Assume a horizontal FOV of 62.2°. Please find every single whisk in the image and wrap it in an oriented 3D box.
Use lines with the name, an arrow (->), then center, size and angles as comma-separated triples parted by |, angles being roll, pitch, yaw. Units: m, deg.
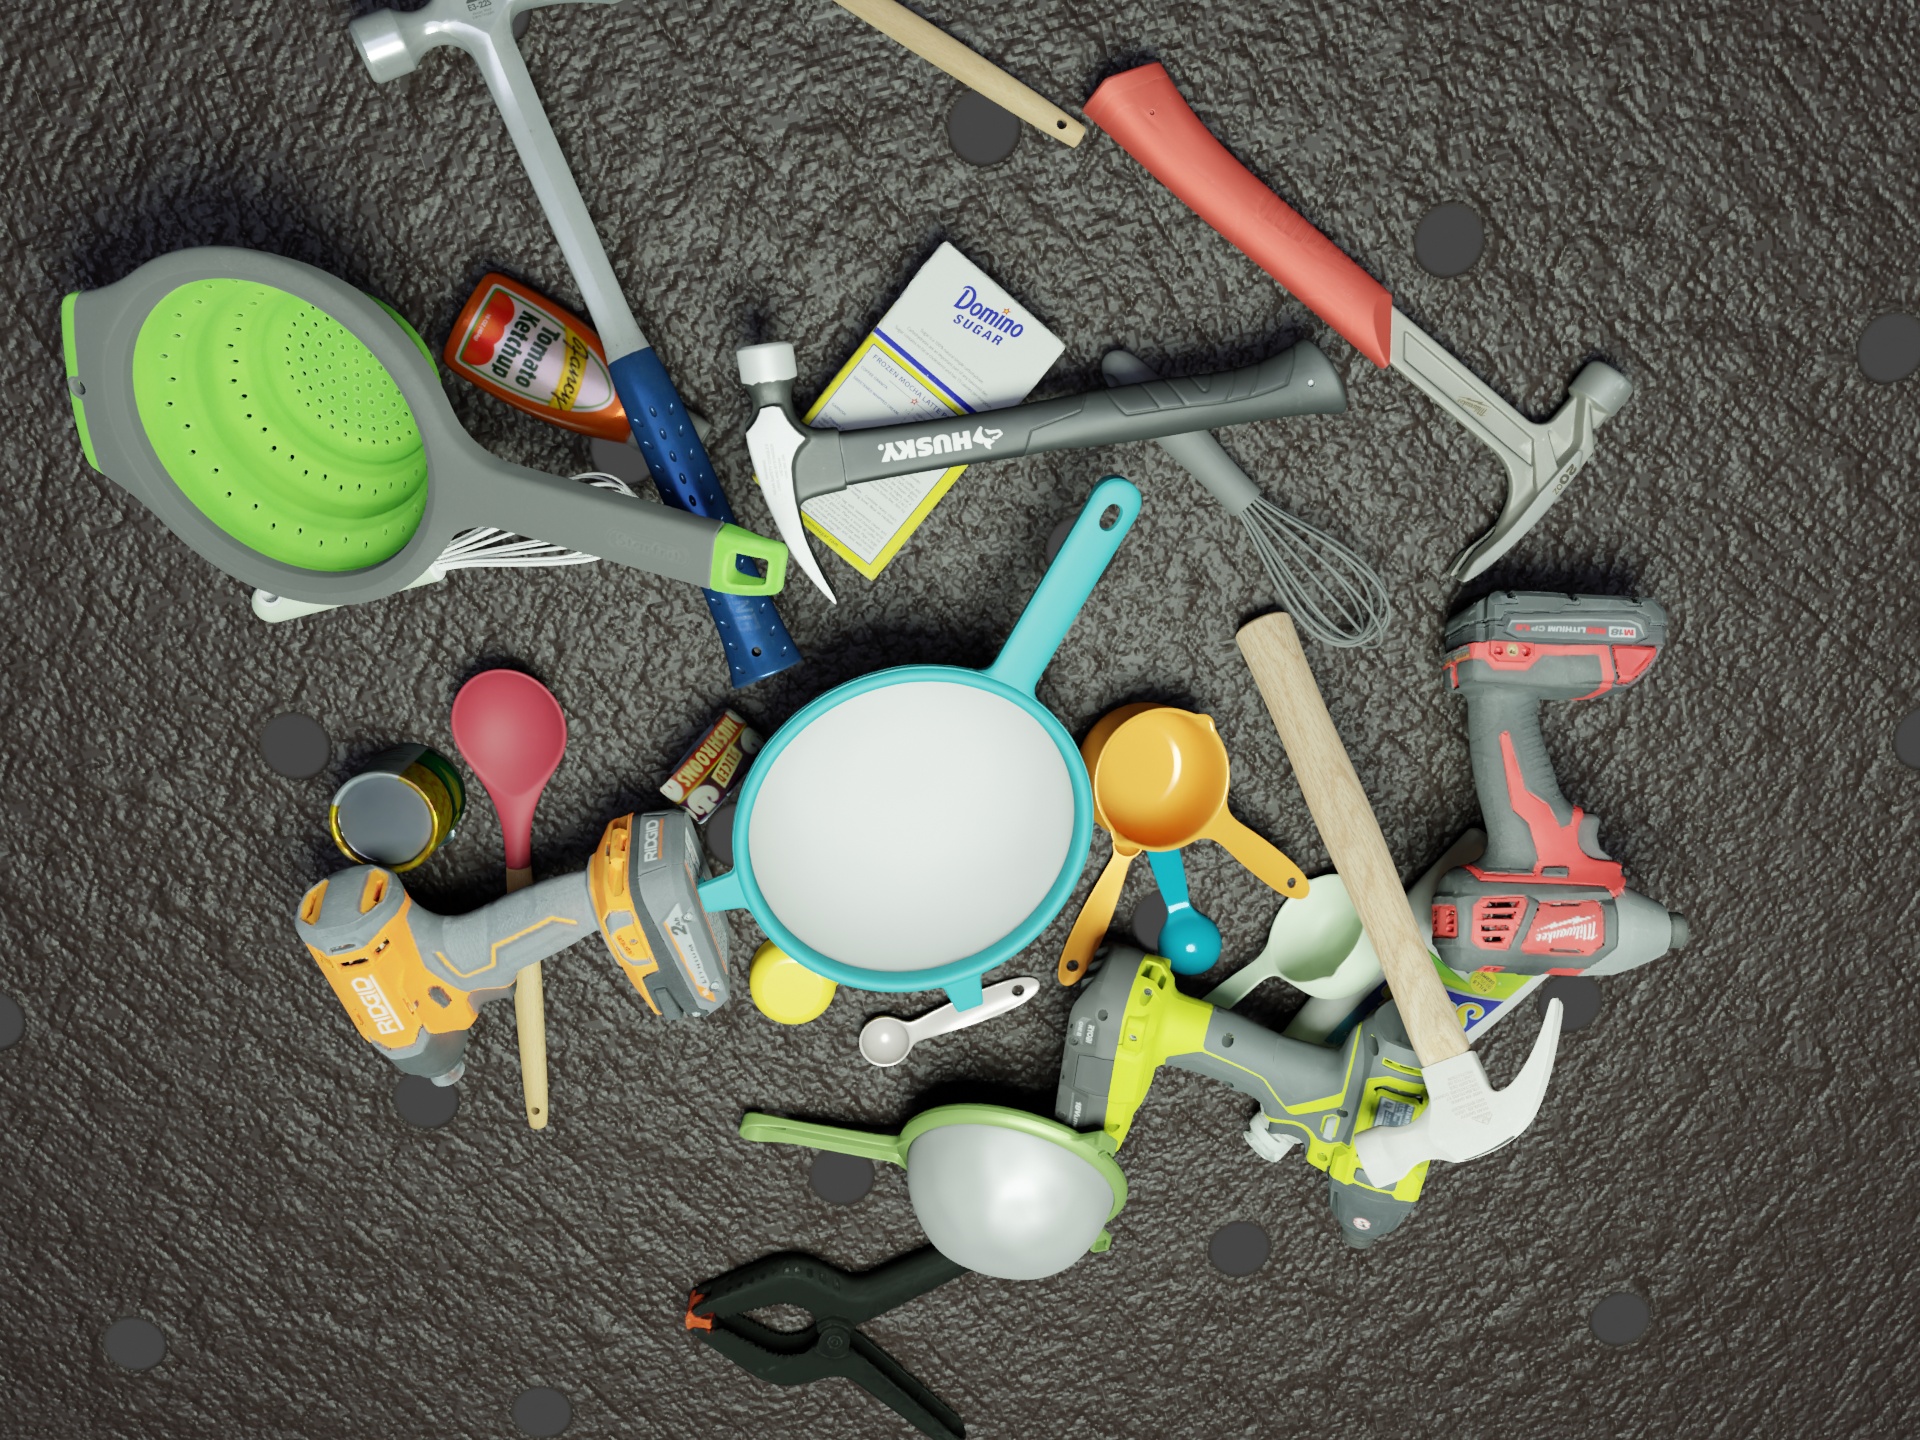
whisk -> -0.302, -0.097, 0.939 | 0.246, 0.059, 0.058 | -14, 68, 6
whisk -> 0.169, -0.130, 0.943 | 0.055, 0.055, 0.239 | -44, 98, 9

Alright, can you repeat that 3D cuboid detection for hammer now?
hammer -> -0.181, -0.213, 0.877 | 0.144, 0.035, 0.405 | -24, 97, -8
hammer -> 0.051, -0.160, 0.892 | 0.334, 0.035, 0.146 | -9, 103, -2
hammer -> 0.234, 0.084, 0.909 | 0.130, 0.031, 0.332 | -26, 66, 17
hammer -> 0.212, -0.241, 0.919 | 0.359, 0.037, 0.149 | 36, 101, -11

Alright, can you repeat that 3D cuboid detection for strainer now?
strainer -> -0.001, -0.003, 0.939 | 0.210, 0.095, 0.340 | 25, 105, -21
strainer -> -0.025, 0.301, 1.013 | 0.256, 0.069, 0.151 | 8, 139, 10

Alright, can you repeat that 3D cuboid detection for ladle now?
ladle -> -0.069, -0.401, 0.859 | 0.320, 0.062, 0.078 | 28, 102, -11
ladle -> -0.276, 0.116, 1.003 | 0.069, 0.031, 0.315 | 0, 107, -2

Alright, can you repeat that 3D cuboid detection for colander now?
colander -> -0.276, -0.151, 0.869 | 0.397, 0.095, 0.204 | 16, 127, 3

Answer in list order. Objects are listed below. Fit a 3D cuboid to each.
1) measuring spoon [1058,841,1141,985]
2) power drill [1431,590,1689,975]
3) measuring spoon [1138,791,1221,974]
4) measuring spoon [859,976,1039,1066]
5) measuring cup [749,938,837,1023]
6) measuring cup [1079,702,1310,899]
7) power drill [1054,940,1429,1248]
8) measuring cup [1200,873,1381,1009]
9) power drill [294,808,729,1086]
measuring spoon -> 0.089, 0.120, 1.025 | 0.021, 0.011, 0.117 | 20, 107, -6
power drill -> 0.354, 0.040, 0.936 | 0.143, 0.078, 0.220 | 3, 83, 0
measuring spoon -> 0.136, 0.107, 1.015 | 0.042, 0.021, 0.128 | -17, 104, 3
measuring spoon -> -0.007, 0.191, 1.040 | 0.124, 0.018, 0.034 | -20, 105, -4
measuring cup -> -0.059, 0.162, 1.019 | 0.156, 0.029, 0.062 | -6, 105, 1
measuring cup -> 0.146, 0.056, 0.986 | 0.173, 0.052, 0.095 | 37, 87, -20
power drill -> 0.177, 0.232, 0.978 | 0.223, 0.080, 0.171 | 14, 120, 15
measuring cup -> 0.205, 0.166, 1.019 | 0.038, 0.083, 0.167 | 33, 119, -27
power drill -> -0.258, 0.145, 0.956 | 0.226, 0.084, 0.164 | -12, 127, 0
